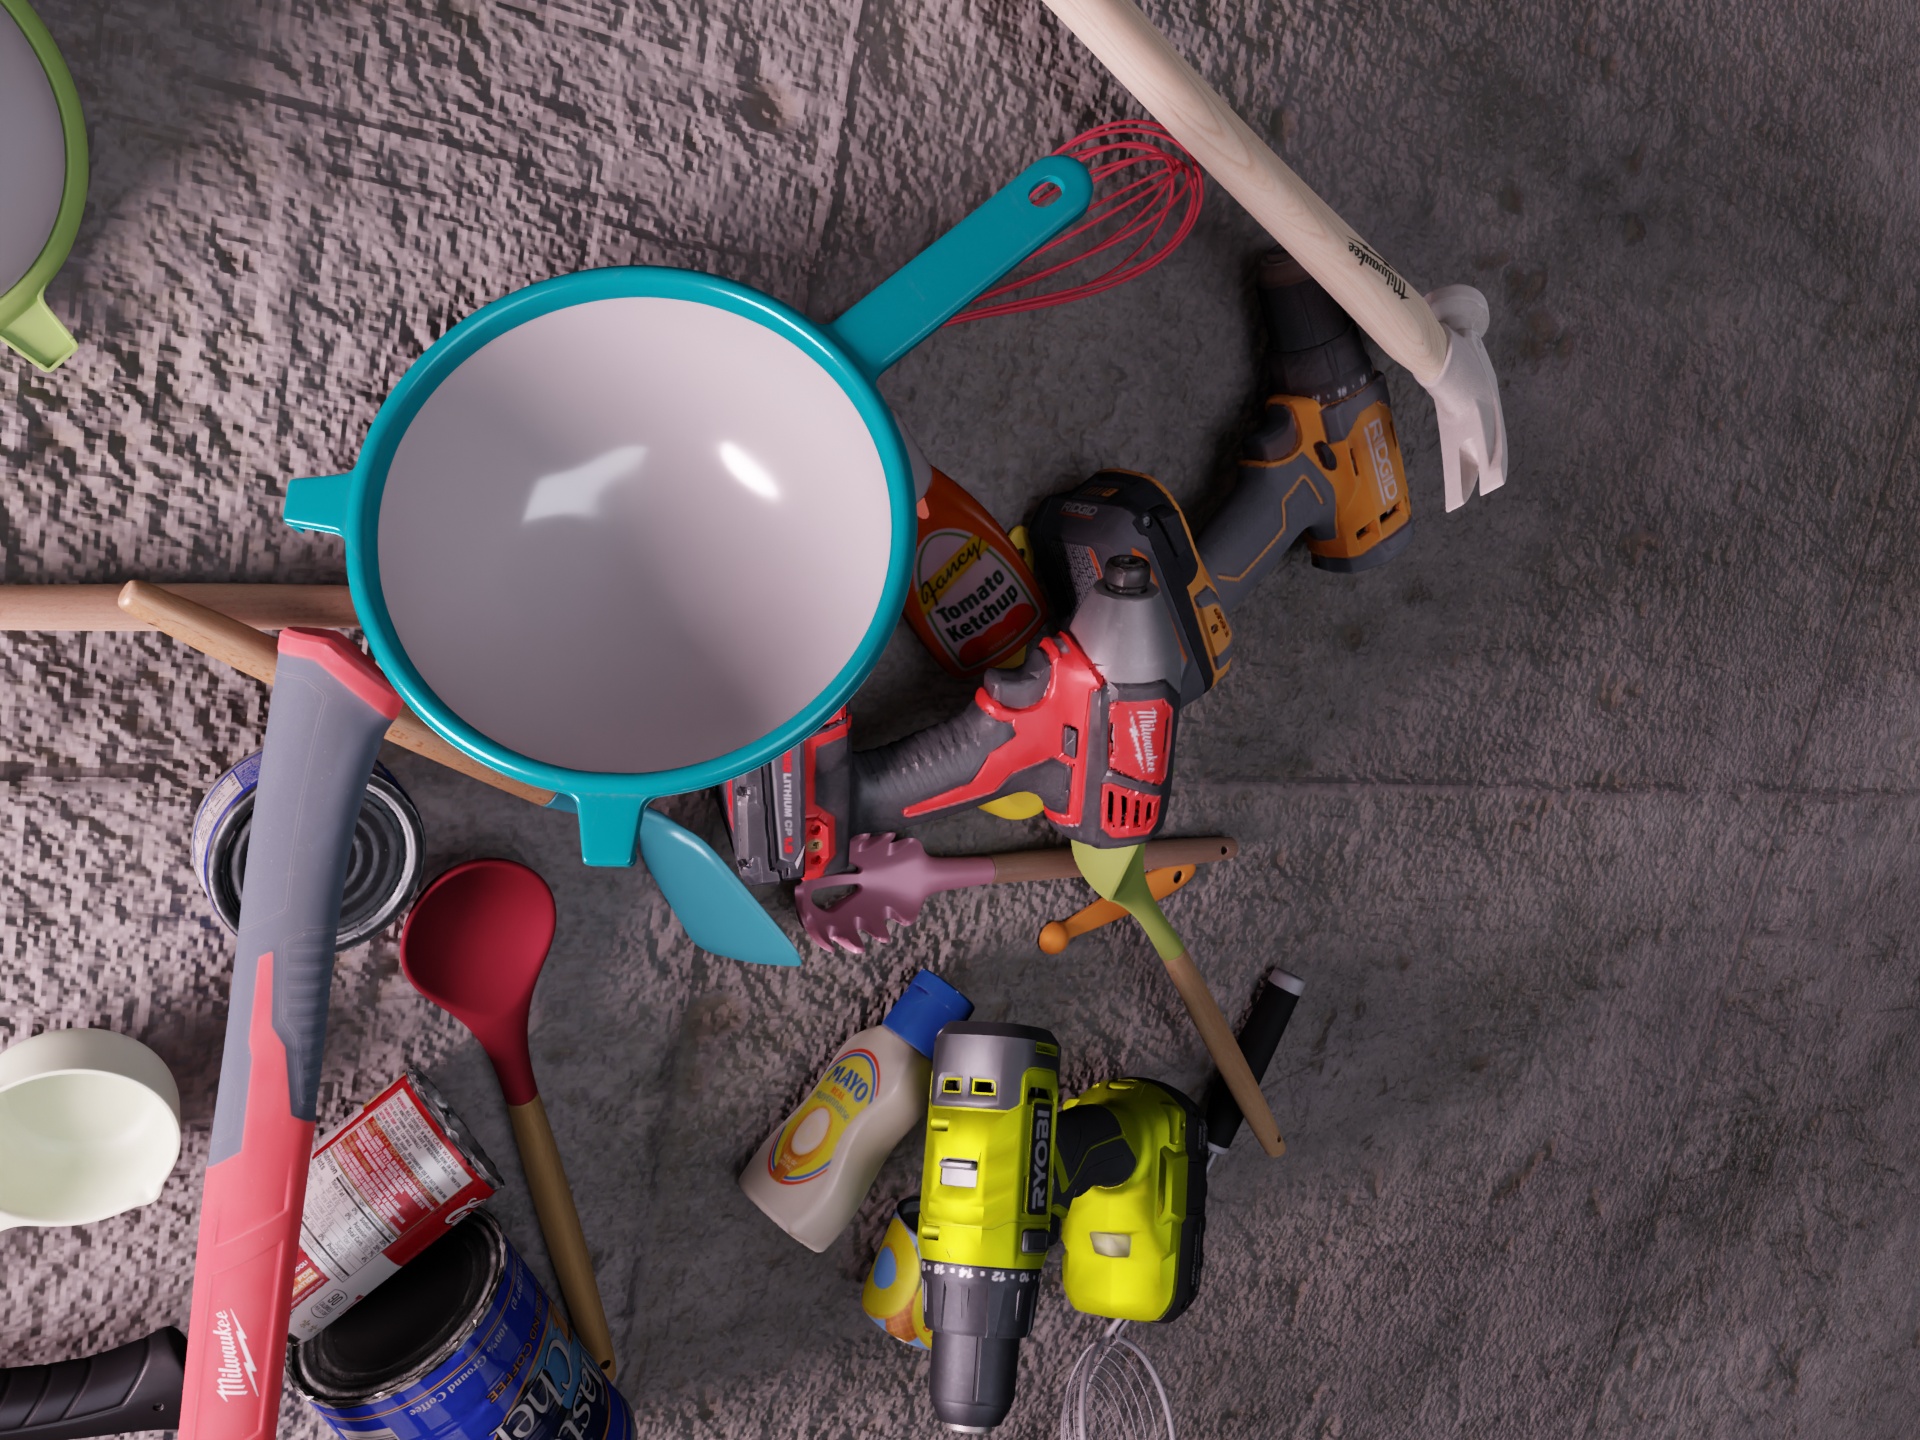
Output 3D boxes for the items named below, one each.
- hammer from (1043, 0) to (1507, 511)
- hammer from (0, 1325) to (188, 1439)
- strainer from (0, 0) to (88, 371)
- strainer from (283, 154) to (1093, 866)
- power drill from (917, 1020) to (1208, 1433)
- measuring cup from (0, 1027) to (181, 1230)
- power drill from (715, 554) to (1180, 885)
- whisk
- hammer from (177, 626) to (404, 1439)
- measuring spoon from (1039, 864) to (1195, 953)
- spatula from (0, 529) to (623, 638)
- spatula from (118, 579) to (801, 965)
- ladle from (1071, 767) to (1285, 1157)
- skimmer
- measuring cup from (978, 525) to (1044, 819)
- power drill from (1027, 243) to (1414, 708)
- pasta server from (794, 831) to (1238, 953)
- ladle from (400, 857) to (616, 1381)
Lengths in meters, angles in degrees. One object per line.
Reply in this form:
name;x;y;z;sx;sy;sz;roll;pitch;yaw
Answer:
hammer;0.126;-0.256;0.733;0.410;0.038;0.146;33;46;-30
hammer;-0.455;0.267;0.577;0.334;0.035;0.146;7;102;-33
strainer;-0.389;-0.176;0.452;0.256;0.069;0.151;-7;110;-35
strainer;-0.077;-0.106;0.646;0.340;0.095;0.211;-42;81;-13
power drill;0.052;0.268;0.849;0.228;0.080;0.191;28;63;-55
measuring cup;-0.379;0.182;0.617;0.167;0.038;0.083;-37;126;2
power drill;-0.001;-0.002;0.739;0.219;0.079;0.143;-6;118;-16
whisk;-0.010;-0.191;0.725;0.296;0.073;0.073;-33;123;-14
hammer;-0.277;0.155;0.594;0.143;0.038;0.386;7;96;-17
measuring spoon;0.095;0.109;0.931;0.117;0.011;0.021;-22;118;-27
spatula;-0.246;-0.047;0.632;0.315;0.018;0.060;-4;98;-35
spatula;-0.196;0.029;0.663;0.317;0.082;0.044;32;68;-38
ladle;0.142;0.151;0.911;0.078;0.062;0.319;-58;131;-38
skimmer;0.159;0.338;1.008;0.127;0.090;0.363;24;91;-55
measuring cup;0.033;-0.022;0.829;0.062;0.029;0.156;-9;110;-33
power drill;0.144;-0.130;0.840;0.226;0.084;0.185;-36;120;-25
pasta server;0.041;0.081;0.867;0.316;0.040;0.060;-1;97;-36
ladle;-0.199;0.197;0.748;0.069;0.031;0.315;-20;119;-25
